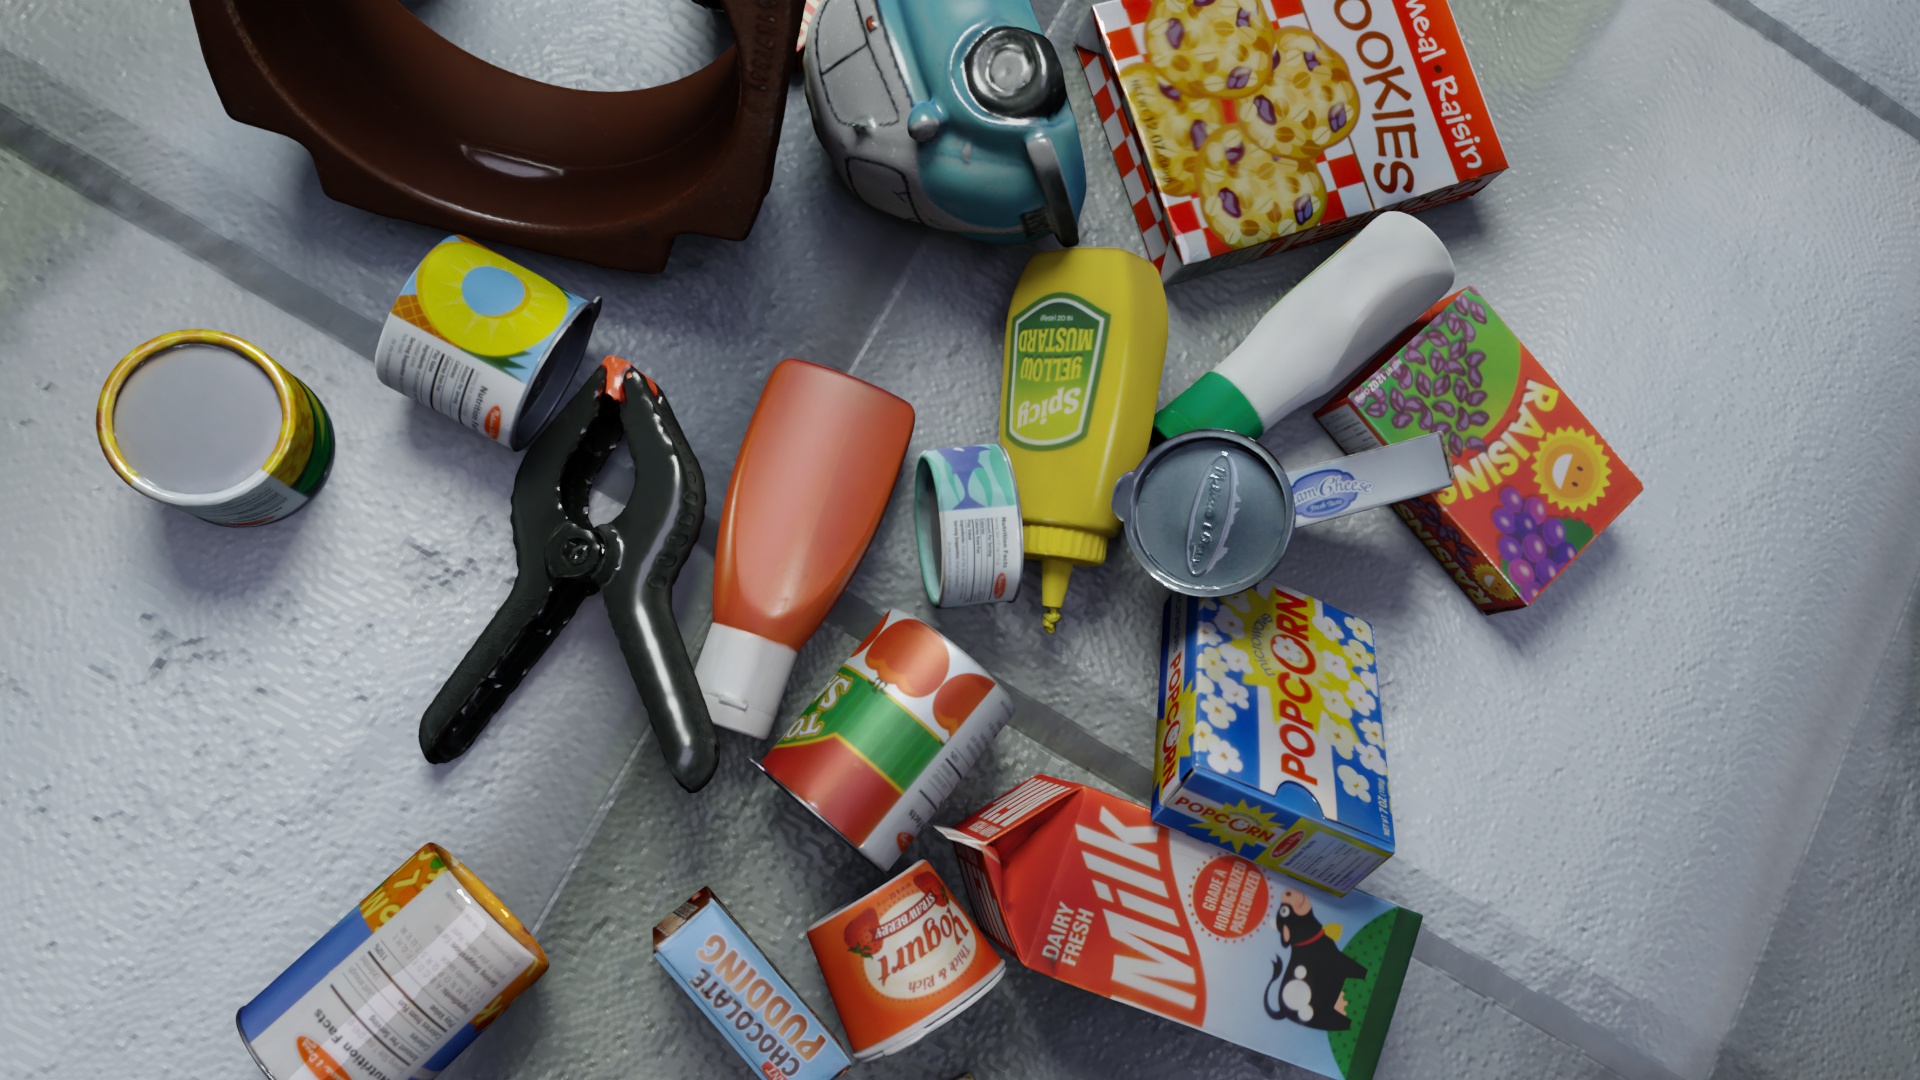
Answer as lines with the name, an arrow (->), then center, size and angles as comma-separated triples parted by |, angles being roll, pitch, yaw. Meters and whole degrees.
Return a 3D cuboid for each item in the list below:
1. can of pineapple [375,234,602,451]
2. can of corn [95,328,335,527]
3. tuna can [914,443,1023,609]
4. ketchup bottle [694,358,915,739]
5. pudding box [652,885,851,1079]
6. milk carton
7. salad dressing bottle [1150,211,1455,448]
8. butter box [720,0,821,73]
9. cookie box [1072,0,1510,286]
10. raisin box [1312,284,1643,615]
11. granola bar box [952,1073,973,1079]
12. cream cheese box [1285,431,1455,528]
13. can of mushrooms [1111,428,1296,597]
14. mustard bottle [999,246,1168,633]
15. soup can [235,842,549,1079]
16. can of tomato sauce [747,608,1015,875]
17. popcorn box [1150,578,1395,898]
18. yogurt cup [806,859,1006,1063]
can of pineapple -> -0.182, -0.078, 0.539 | 0.058, 0.071, 0.071 | 28, 79, -7
can of corn -> -0.277, -0.043, 0.519 | 0.071, 0.058, 0.071 | 1, 83, -11
tuna can -> 0.002, -0.007, 0.569 | 0.033, 0.071, 0.071 | -5, 84, -11
ketchup bottle -> -0.070, 0.004, 0.562 | 0.065, 0.043, 0.149 | 20, 80, -8
pudding box -> -0.082, 0.176, 0.535 | 0.030, 0.049, 0.083 | -40, 92, -14
milk carton -> 0.077, 0.148, 0.559 | 0.190, 0.072, 0.073 | 22, 80, -8
salad dressing bottle -> 0.148, -0.083, 0.611 | 0.148, 0.064, 0.044 | -39, 71, -6
butter box -> -0.060, -0.259, 0.607 | 0.053, 0.024, 0.104 | 38, 77, -4
cookie box -> 0.151, -0.199, 0.635 | 0.168, 0.040, 0.123 | -18, 87, -12
raisin box -> 0.235, -0.040, 0.632 | 0.086, 0.040, 0.123 | -42, 91, -14
granola bar box -> -0.023, 0.311, 0.535 | 0.124, 0.039, 0.165 | -18, 87, -14
cream cheese box -> 0.151, -0.020, 0.585 | 0.104, 0.053, 0.024 | -15, 85, 14
can of mushrooms -> 0.098, -0.011, 0.553 | 0.071, 0.033, 0.071 | -1, 86, 16
mustard bottle -> 0.047, -0.041, 0.581 | 0.049, 0.065, 0.160 | 13, 81, -52
soup can -> -0.203, 0.162, 0.504 | 0.084, 0.071, 0.071 | -43, 93, -17
can of tomato sauce -> -0.030, 0.077, 0.550 | 0.071, 0.071, 0.083 | 41, 77, -4
popcorn box -> 0.125, 0.070, 0.561 | 0.085, 0.038, 0.127 | 23, 40, -8
yogurt cup -> -0.024, 0.161, 0.542 | 0.072, 0.072, 0.054 | -29, 82, -13
